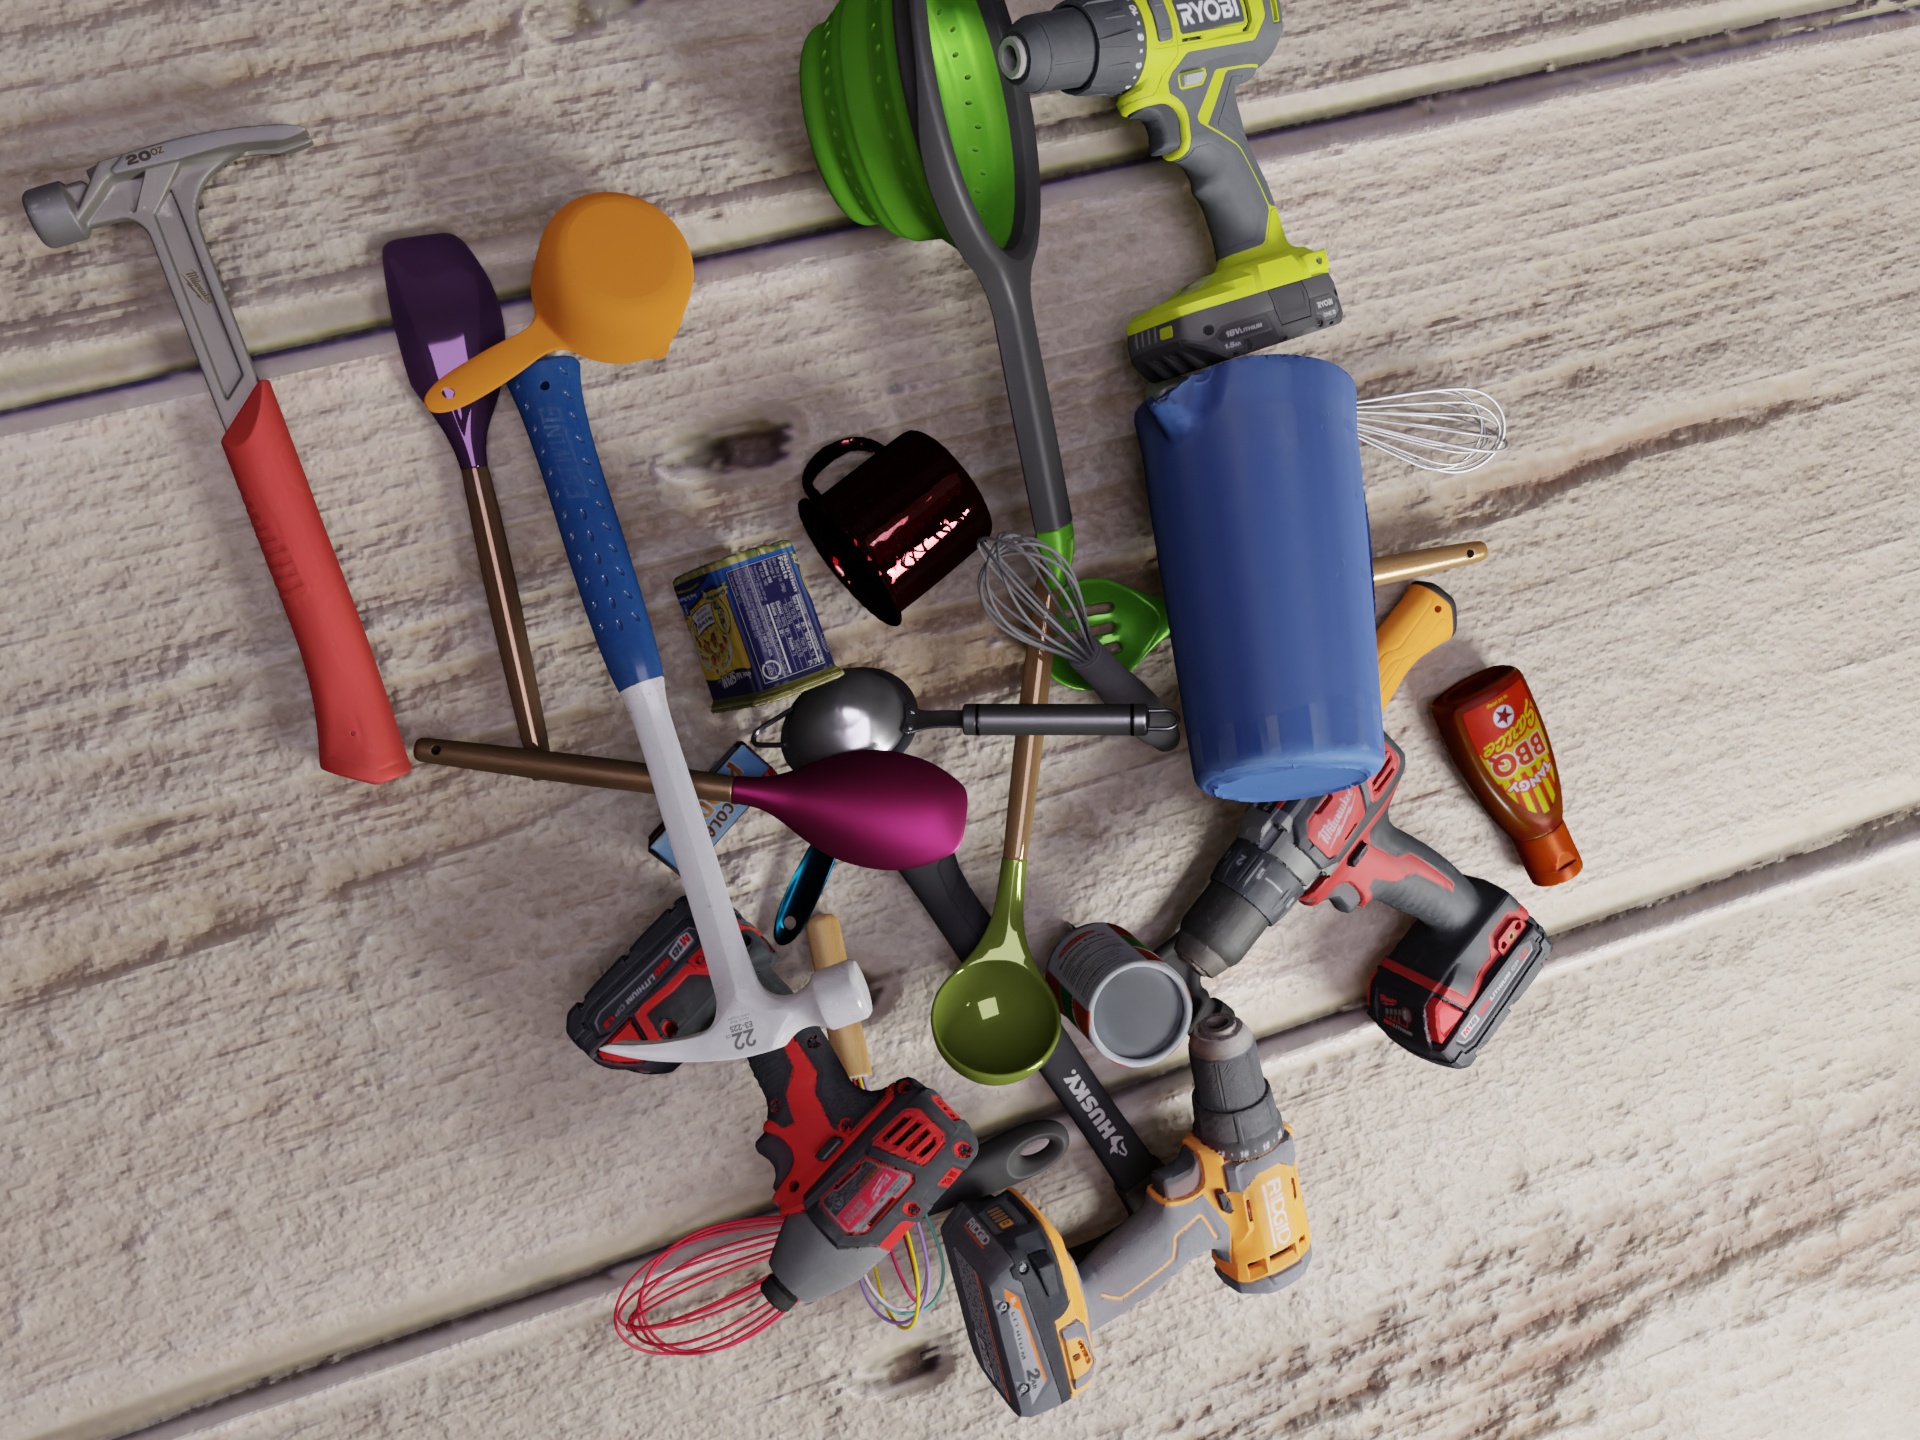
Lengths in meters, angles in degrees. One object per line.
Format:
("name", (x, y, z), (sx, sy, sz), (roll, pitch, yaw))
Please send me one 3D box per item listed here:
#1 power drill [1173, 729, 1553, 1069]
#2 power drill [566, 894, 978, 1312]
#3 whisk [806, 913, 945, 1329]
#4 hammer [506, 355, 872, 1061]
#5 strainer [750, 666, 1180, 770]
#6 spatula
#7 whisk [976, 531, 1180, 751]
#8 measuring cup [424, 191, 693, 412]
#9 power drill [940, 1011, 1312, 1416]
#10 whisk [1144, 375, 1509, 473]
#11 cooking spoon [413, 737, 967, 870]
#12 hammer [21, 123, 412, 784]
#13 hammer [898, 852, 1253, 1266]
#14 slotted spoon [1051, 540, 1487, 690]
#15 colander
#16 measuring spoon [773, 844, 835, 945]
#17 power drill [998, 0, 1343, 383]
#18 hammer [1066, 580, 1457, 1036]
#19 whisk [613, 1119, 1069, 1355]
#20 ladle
("power drill", (0.251, 0.127, 1.007), (0.226, 0.080, 0.188), (43, 81, -24))
("power drill", (-0.111, 0.215, 0.899), (0.220, 0.078, 0.143), (41, 84, 18))
("whisk", (-0.055, 0.232, 0.941), (0.051, 0.047, 0.245), (-13, 72, -4))
("hammer", (-0.180, -0.008, 0.882), (0.144, 0.035, 0.405), (-19, 83, 1))
("strainer", (-0.001, -0.003, 0.932), (0.258, 0.050, 0.087), (0, 54, 7))
("spatula", (-0.271, -0.120, 0.915), (0.059, 0.018, 0.316), (-12, 97, -15))
("whisk", (0.077, -0.040, 0.942), (0.055, 0.055, 0.238), (-53, 137, -4))
("measuring cup", (-0.221, -0.226, 0.872), (0.095, 0.052, 0.173), (49, 63, -3))
("power drill", (0.105, 0.293, 0.962), (0.226, 0.084, 0.185), (-20, 110, -20))
("whisk", (0.236, -0.195, 1.019), (0.246, 0.059, 0.057), (5, 121, -10))
("cooking spoon", (-0.155, 0.036, 0.907), (0.319, 0.017, 0.069), (7, 80, 3))
("hammer", (-0.372, -0.138, 0.879), (0.149, 0.037, 0.359), (-20, 99, -11))
("hammer", (0.047, 0.203, 1.011), (0.146, 0.035, 0.334), (-36, 102, -9))
("slotted spoon", (0.194, -0.079, 1.019), (0.313, 0.031, 0.070), (-12, 98, -10))
("colander", (-0.012, -0.265, 0.911), (0.094, 0.204, 0.397), (-7, 103, 19))
("measuring spoon", (-0.082, 0.080, 0.978), (0.042, 0.021, 0.128), (27, 93, 12))
("power drill", (0.128, -0.326, 0.945), (0.190, 0.080, 0.228), (-23, 100, -30))
("hammer", (0.211, 0.045, 1.038), (0.127, 0.034, 0.337), (37, 85, -15))
("whisk", (-0.069, 0.310, 0.967), (0.296, 0.073, 0.073), (-22, 100, -7))
("ladle", (0.036, 0.057, 0.953), (0.078, 0.062, 0.320), (7, 90, 1))
